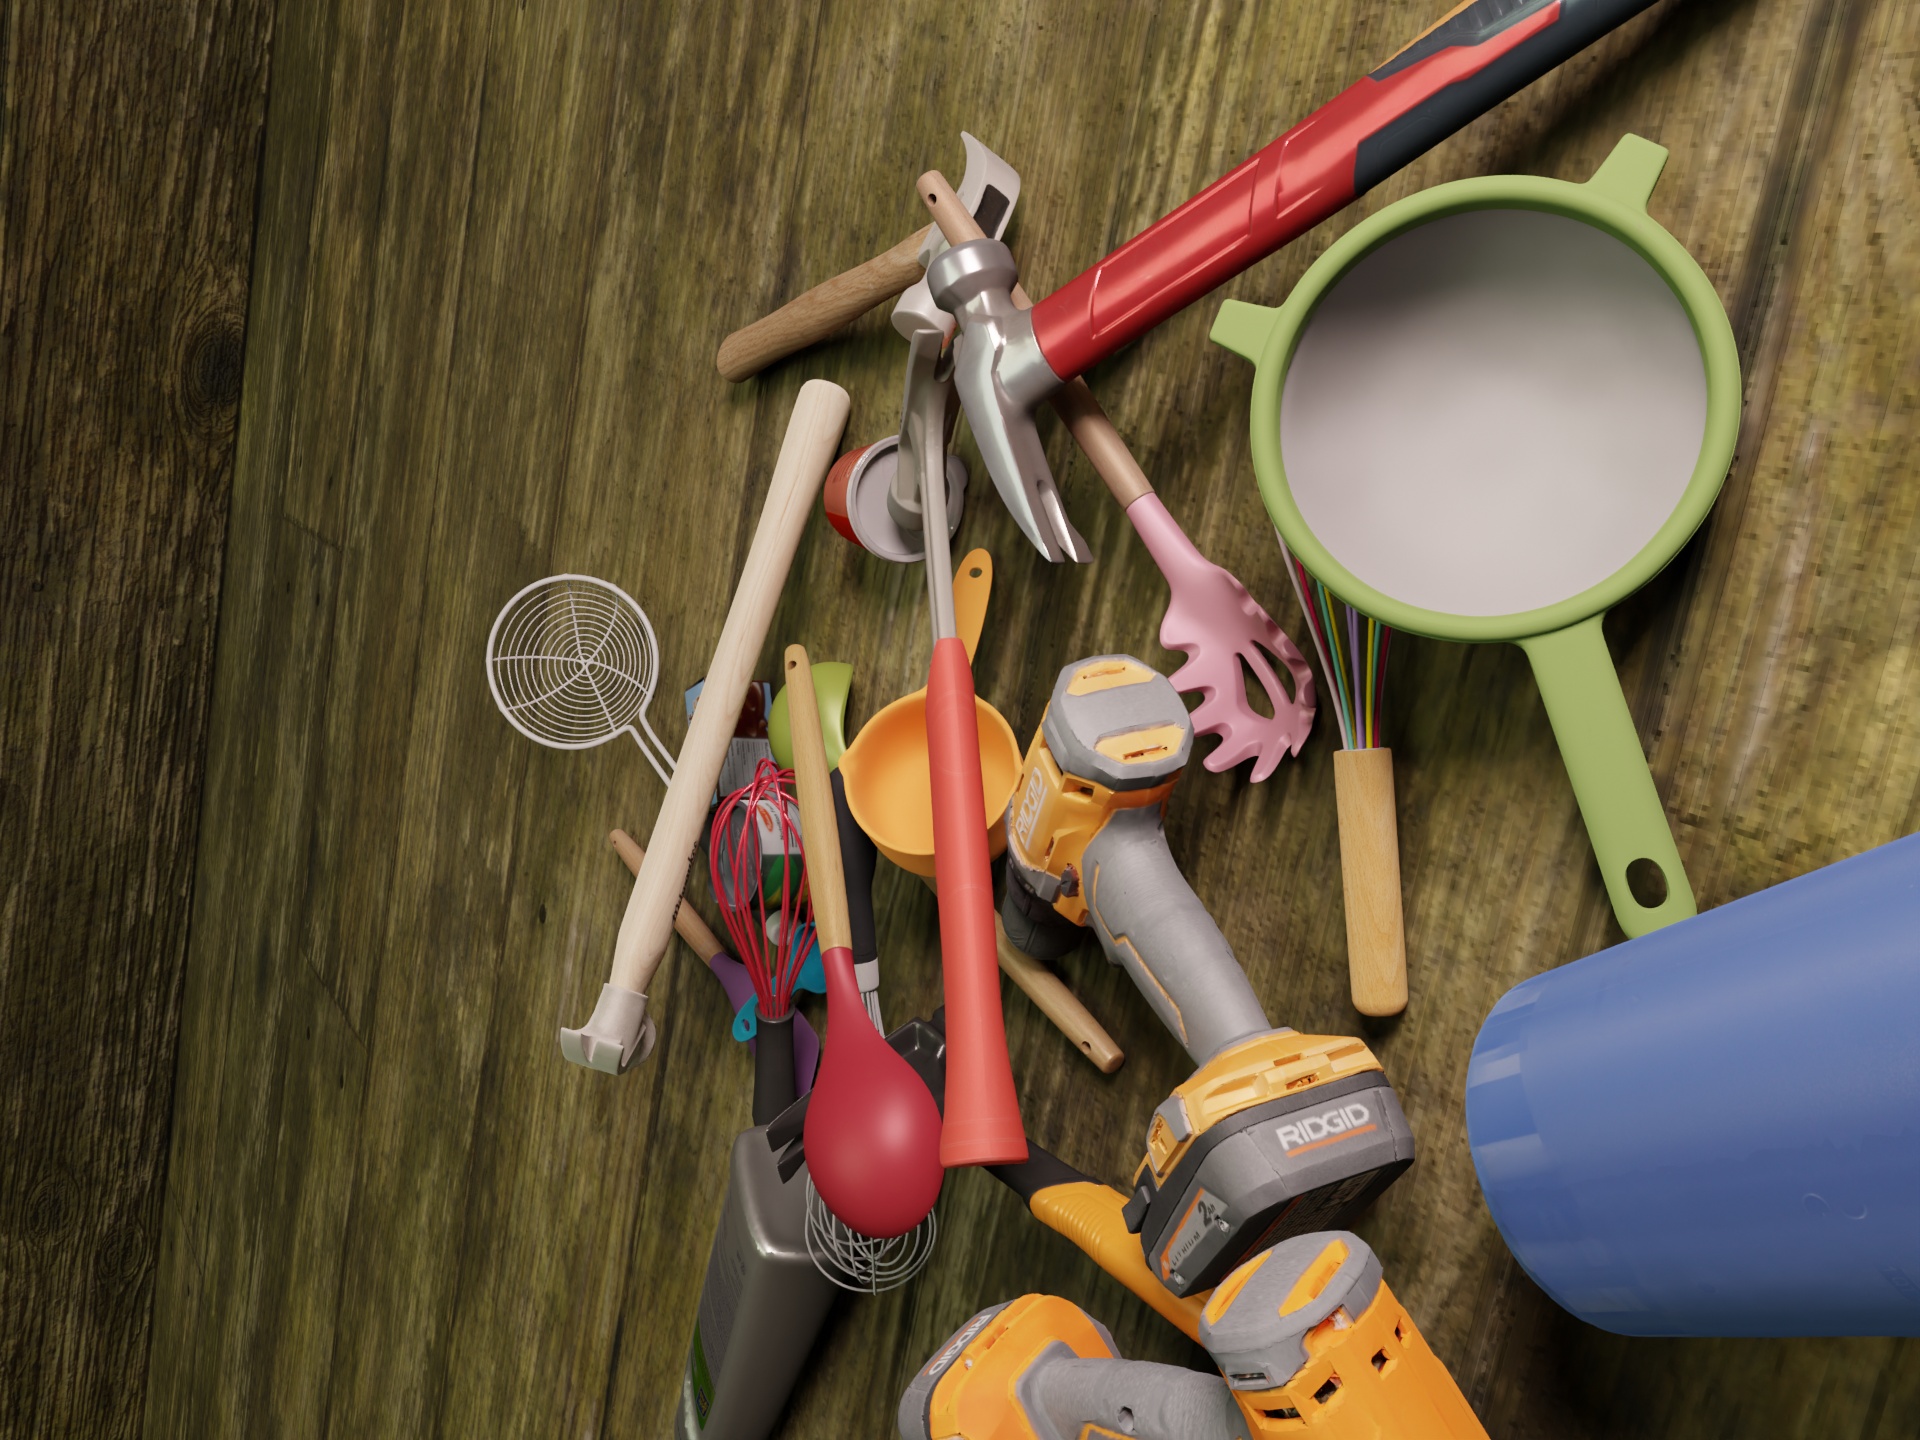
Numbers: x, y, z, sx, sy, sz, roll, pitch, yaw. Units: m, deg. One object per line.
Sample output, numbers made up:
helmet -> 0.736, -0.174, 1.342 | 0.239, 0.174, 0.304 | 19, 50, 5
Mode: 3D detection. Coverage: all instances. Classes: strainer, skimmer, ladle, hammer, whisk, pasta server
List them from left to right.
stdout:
skimmer -> -0.215, 0.024, 1.074 | 0.127, 0.090, 0.364 | -46, 46, 1
hammer -> -0.135, -0.006, 0.889 | 0.146, 0.038, 0.411 | 118, 169, -77
whisk -> -0.105, 0.149, 0.903 | 0.073, 0.073, 0.295 | 44, 139, 47
ladle -> -0.061, 0.089, 0.765 | 0.069, 0.031, 0.316 | -24, 54, 17
hammer -> -0.066, -0.242, 0.908 | 0.331, 0.031, 0.130 | 0, 61, 61
whisk -> -0.051, 0.164, 0.836 | 0.070, 0.070, 0.284 | 6, 100, 54
ladle -> -0.010, 0.071, 0.838 | 0.320, 0.062, 0.078 | 44, 125, 39
hammer -> -0.002, 0.011, 0.707 | 0.149, 0.036, 0.359 | 110, 157, -67
hammer -> 0.056, 0.219, 0.678 | 0.337, 0.127, 0.034 | 20, 130, 47
pasta server -> 0.059, -0.115, 0.683 | 0.060, 0.040, 0.316 | -41, 73, 36
whisk -> 0.152, -0.011, 0.610 | 0.047, 0.051, 0.245 | -5, 89, 45
hammer -> 0.150, -0.194, 0.564 | 0.386, 0.038, 0.143 | -27, 78, 37
strainer -> 0.195, -0.051, 0.537 | 0.151, 0.069, 0.256 | -19, 86, 20

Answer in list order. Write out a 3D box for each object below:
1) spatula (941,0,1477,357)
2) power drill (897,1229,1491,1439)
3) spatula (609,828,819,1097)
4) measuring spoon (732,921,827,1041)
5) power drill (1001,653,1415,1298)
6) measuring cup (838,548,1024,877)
spatula -> 0.106, -0.222, 0.681 | 0.322, 0.081, 0.041 | -30, 92, 45
power drill -> 0.093, 0.272, 0.556 | 0.226, 0.084, 0.164 | -32, 90, 47
spatula -> -0.173, 0.151, 1.068 | 0.316, 0.018, 0.059 | 37, 120, 48
measuring spoon -> -0.102, 0.161, 0.961 | 0.128, 0.021, 0.042 | -46, 64, 40
power drill -> 0.078, 0.112, 0.655 | 0.185, 0.084, 0.226 | 105, 147, -52
measuring cup -> -0.001, -0.003, 0.810 | 0.095, 0.052, 0.174 | 4, 63, 16
